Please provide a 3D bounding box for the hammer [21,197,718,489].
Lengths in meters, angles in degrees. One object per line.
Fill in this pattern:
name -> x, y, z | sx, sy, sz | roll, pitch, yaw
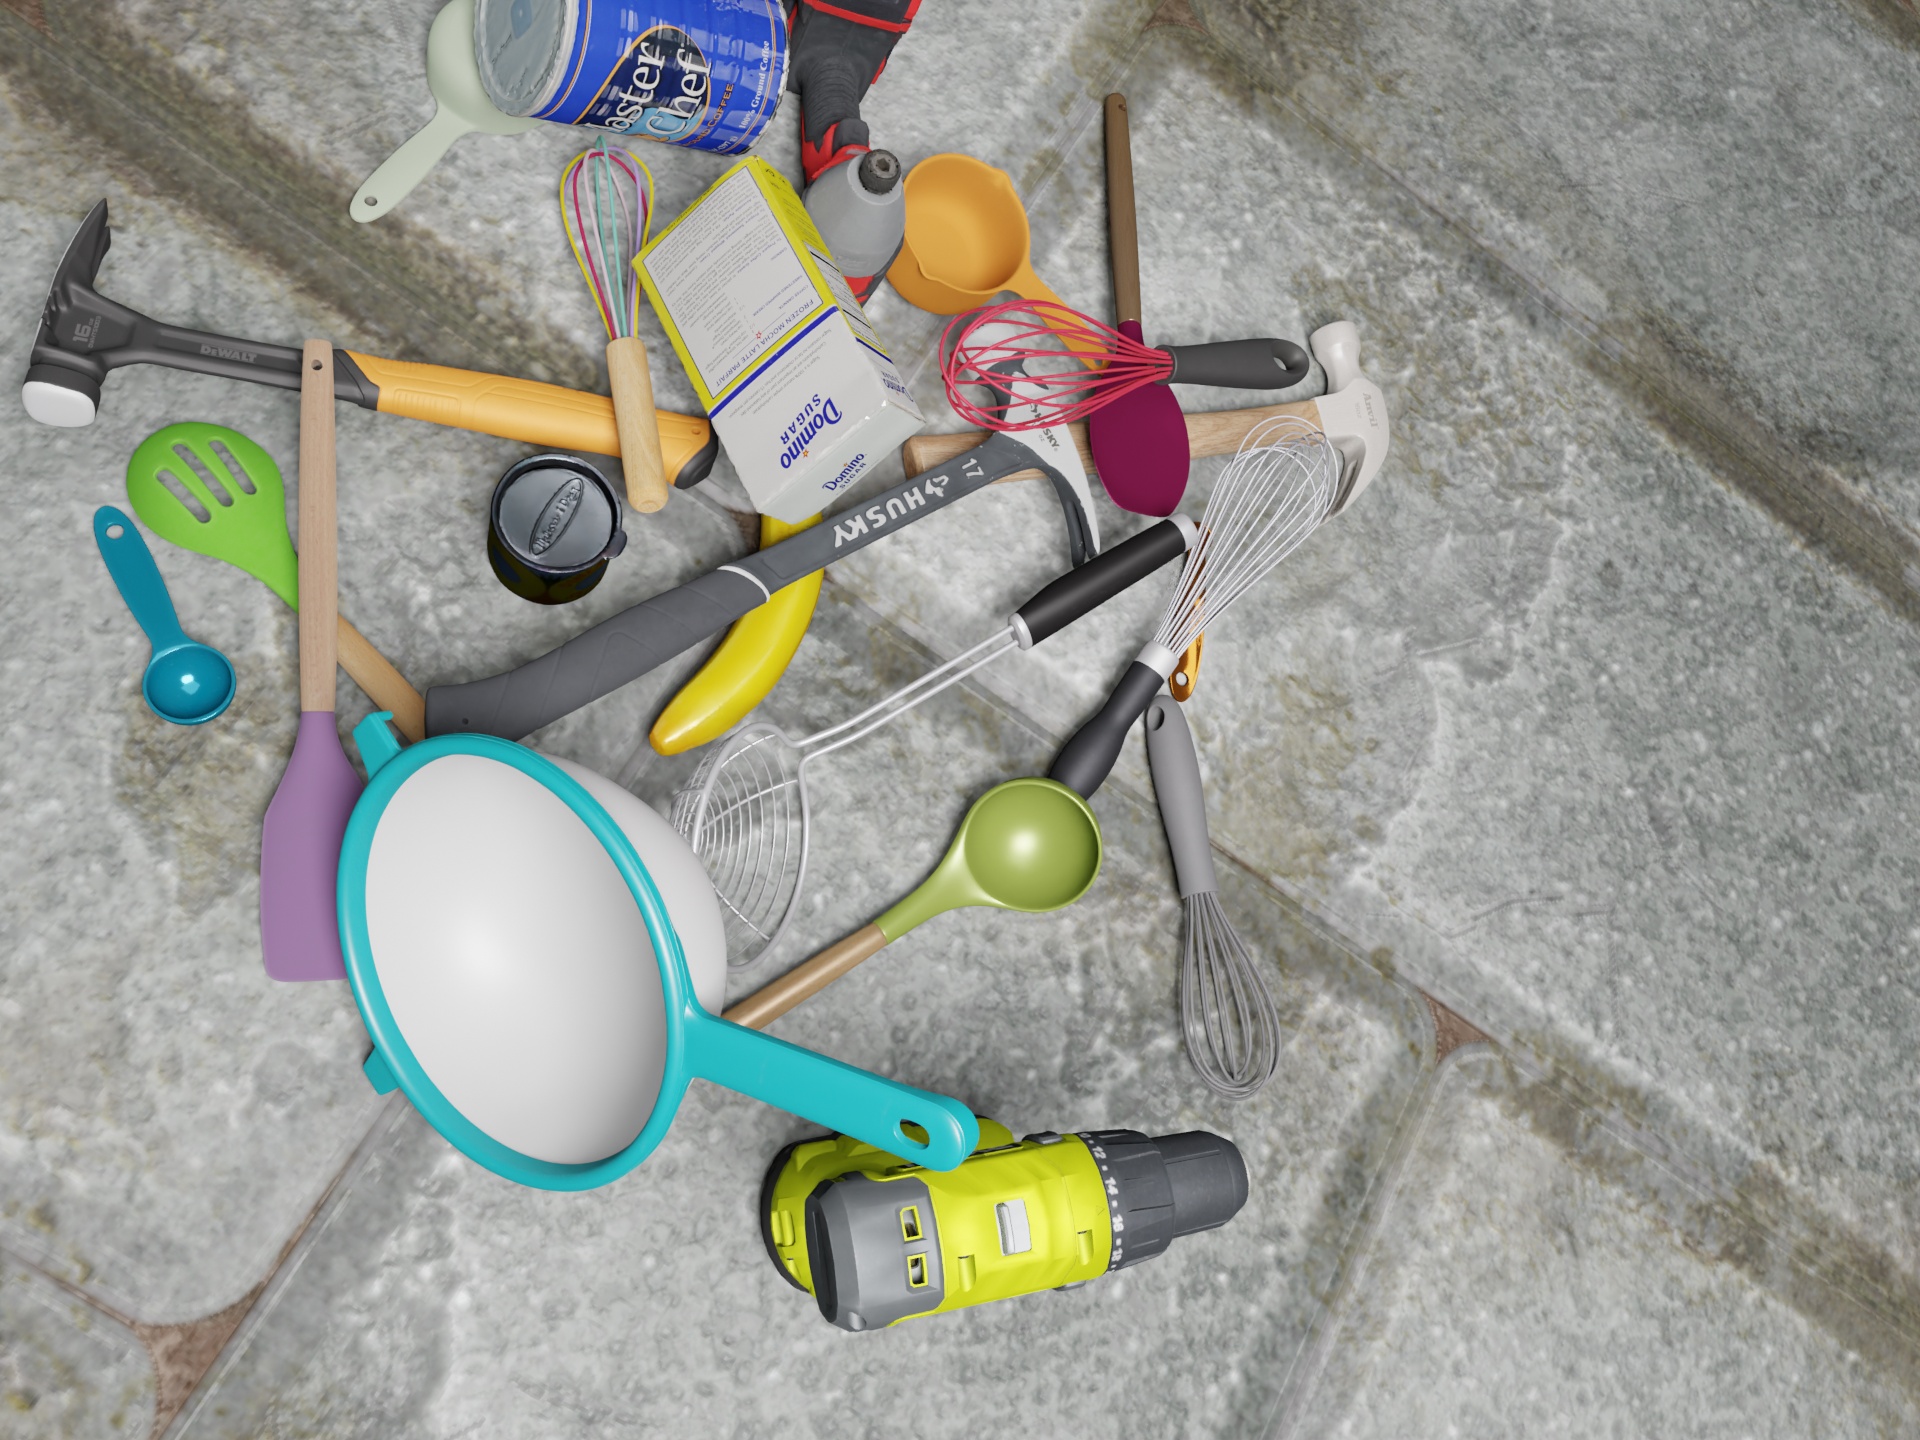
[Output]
hammer -> -0.295, -0.181, 0.843 | 0.336, 0.034, 0.127 | 9, 59, -20

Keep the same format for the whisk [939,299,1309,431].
whisk -> 0.103, -0.205, 0.920 | 0.295, 0.073, 0.073 | -11, 79, -38

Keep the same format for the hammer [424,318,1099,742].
hammer -> -0.097, -0.076, 0.848 | 0.409, 0.036, 0.149 | -31, 90, -25

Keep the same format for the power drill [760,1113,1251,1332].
power drill -> 0.008, 0.225, 0.740 | 0.190, 0.228, 0.080 | -5, 78, -20

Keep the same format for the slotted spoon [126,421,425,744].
slotted spoon -> -0.306, -0.033, 0.813 | 0.313, 0.031, 0.070 | 48, 63, -3

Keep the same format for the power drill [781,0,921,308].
power drill -> -0.066, -0.347, 0.914 | 0.078, 0.143, 0.220 | 7, 72, -20

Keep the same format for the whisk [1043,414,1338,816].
whisk -> 0.134, -0.060, 0.935 | 0.070, 0.070, 0.284 | 36, 82, -7

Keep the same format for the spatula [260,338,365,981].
spatula -> -0.315, -0.030, 0.785 | 0.059, 0.018, 0.316 | -1, 89, -20

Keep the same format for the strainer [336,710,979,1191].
strainer -> -0.126, 0.114, 0.705 | 0.095, 0.340, 0.211 | -24, 124, -57

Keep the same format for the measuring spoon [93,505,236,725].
measuring spoon -> -0.401, -0.051, 0.794 | 0.042, 0.021, 0.129 | -26, 76, -22

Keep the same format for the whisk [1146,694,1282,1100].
whisk -> 0.140, 0.098, 0.919 | 0.055, 0.055, 0.239 | -4, 74, -20

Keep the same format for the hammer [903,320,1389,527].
hammer -> 0.124, -0.173, 0.991 | 0.331, 0.031, 0.130 | -10, 79, -20

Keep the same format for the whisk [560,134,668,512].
whisk -> -0.183, -0.223, 0.872 | 0.047, 0.051, 0.245 | 2, 64, -31

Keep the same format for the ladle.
ladle -> -0.061, 0.127, 0.839 | 0.320, 0.062, 0.078 | -30, 98, -20

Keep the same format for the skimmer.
skimmer -> -0.001, -0.003, 0.848 | 0.363, 0.127, 0.090 | -32, 46, -16

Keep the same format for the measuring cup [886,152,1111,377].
measuring cup -> 0.022, -0.264, 0.974 | 0.173, 0.052, 0.095 | 41, 65, -18

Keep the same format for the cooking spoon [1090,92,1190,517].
cooking spoon -> 0.104, -0.266, 0.992 | 0.068, 0.017, 0.319 | 9, 65, -22

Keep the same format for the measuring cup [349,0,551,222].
measuring cup -> -0.287, -0.344, 0.892 | 0.083, 0.038, 0.168 | 35, 66, -7

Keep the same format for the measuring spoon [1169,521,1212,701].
measuring spoon -> 0.140, -0.067, 0.982 | 0.021, 0.011, 0.117 | 12, 76, -17
